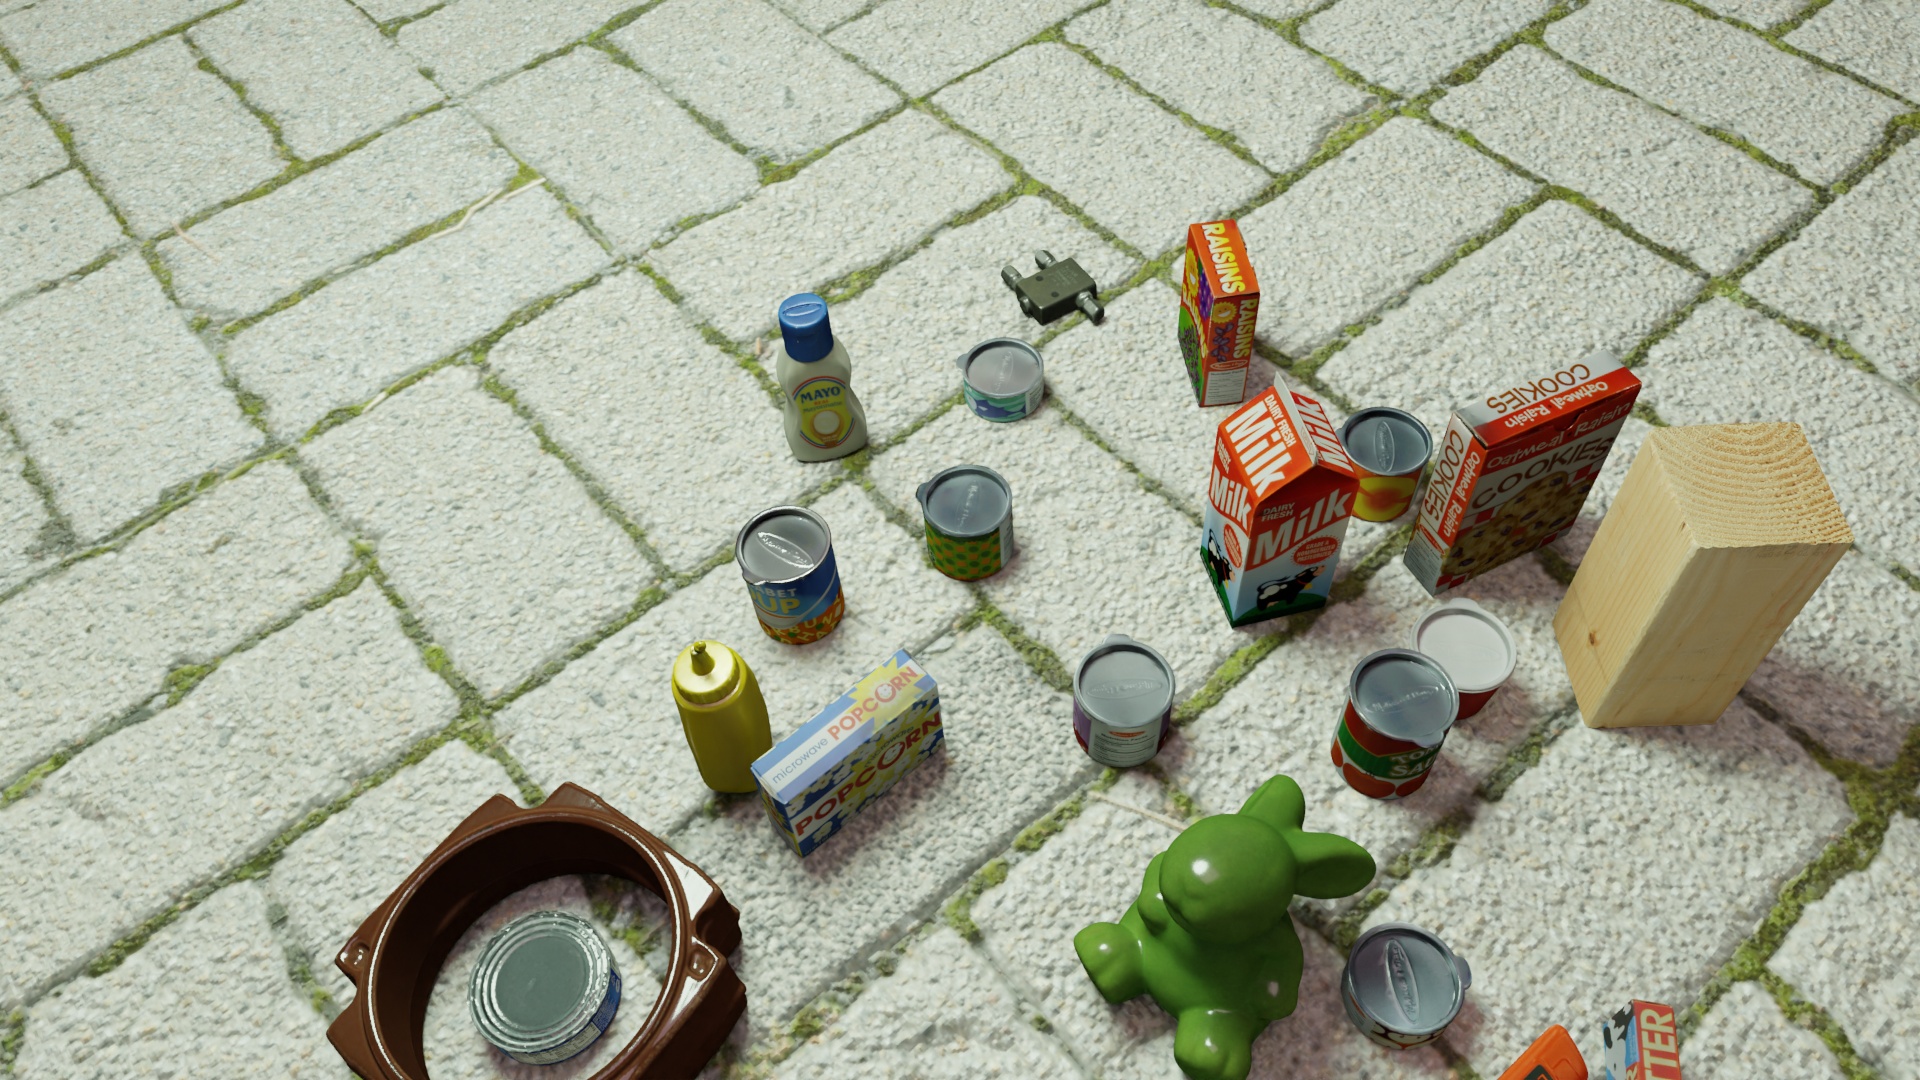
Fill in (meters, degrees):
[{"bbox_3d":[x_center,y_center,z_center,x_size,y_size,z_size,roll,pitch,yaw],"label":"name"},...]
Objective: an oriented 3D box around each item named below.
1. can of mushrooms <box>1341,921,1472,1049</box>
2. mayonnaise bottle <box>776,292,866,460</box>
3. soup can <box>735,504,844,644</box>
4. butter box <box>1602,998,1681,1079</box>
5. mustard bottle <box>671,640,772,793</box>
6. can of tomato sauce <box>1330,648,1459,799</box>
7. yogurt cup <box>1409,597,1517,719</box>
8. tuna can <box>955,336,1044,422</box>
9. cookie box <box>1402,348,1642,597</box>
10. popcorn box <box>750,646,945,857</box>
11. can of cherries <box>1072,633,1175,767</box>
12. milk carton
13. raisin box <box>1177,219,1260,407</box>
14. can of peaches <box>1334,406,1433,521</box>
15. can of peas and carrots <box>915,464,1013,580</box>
[{"bbox_3d":[0.261,0.262,0.816,0.071,0.033,0.071,-2,53,3],"label":"can of mushrooms"},{"bbox_3d":[-0.110,-0.122,1.054,0.065,0.147,0.041,-13,54,-6],"label":"mayonnaise bottle"},{"bbox_3d":[-0.121,0.027,0.984,0.071,0.083,0.072,-2,54,3],"label":"soup can"},{"bbox_3d":[0.375,0.311,0.759,0.024,0.052,0.104,7,54,9],"label":"butter box"},{"bbox_3d":[-0.153,0.104,0.882,0.049,0.159,0.065,-6,54,0],"label":"mustard bottle"},{"bbox_3d":[0.277,0.120,0.889,0.071,0.082,0.071,-2,54,3],"label":"can of tomato sauce"},{"bbox_3d":[0.331,0.084,0.930,0.072,0.053,0.073,-2,53,3],"label":"yogurt cup"},{"bbox_3d":[0.032,-0.130,1.122,0.071,0.032,0.071,-2,53,3],"label":"tuna can"},{"bbox_3d":[0.380,-0.043,0.950,0.123,0.166,0.040,-22,55,-12],"label":"cookie box"},{"bbox_3d":[-0.070,0.138,0.898,0.127,0.084,0.038,-37,60,-21],"label":"popcorn box"},{"bbox_3d":[0.108,0.107,0.925,0.071,0.058,0.072,-2,53,3],"label":"can of cherries"},{"bbox_3d":[0.213,-0.026,0.935,0.073,0.189,0.072,-13,54,-6],"label":"milk carton"},{"bbox_3d":[0.202,-0.177,1.090,0.040,0.122,0.086,-7,53,-1],"label":"raisin box"},{"bbox_3d":[0.309,-0.057,1.034,0.071,0.057,0.071,-2,53,3],"label":"can of peaches"},{"bbox_3d":[0.004,-0.013,1.021,0.071,0.058,0.071,-2,53,3],"label":"can of peas and carrots"}]
